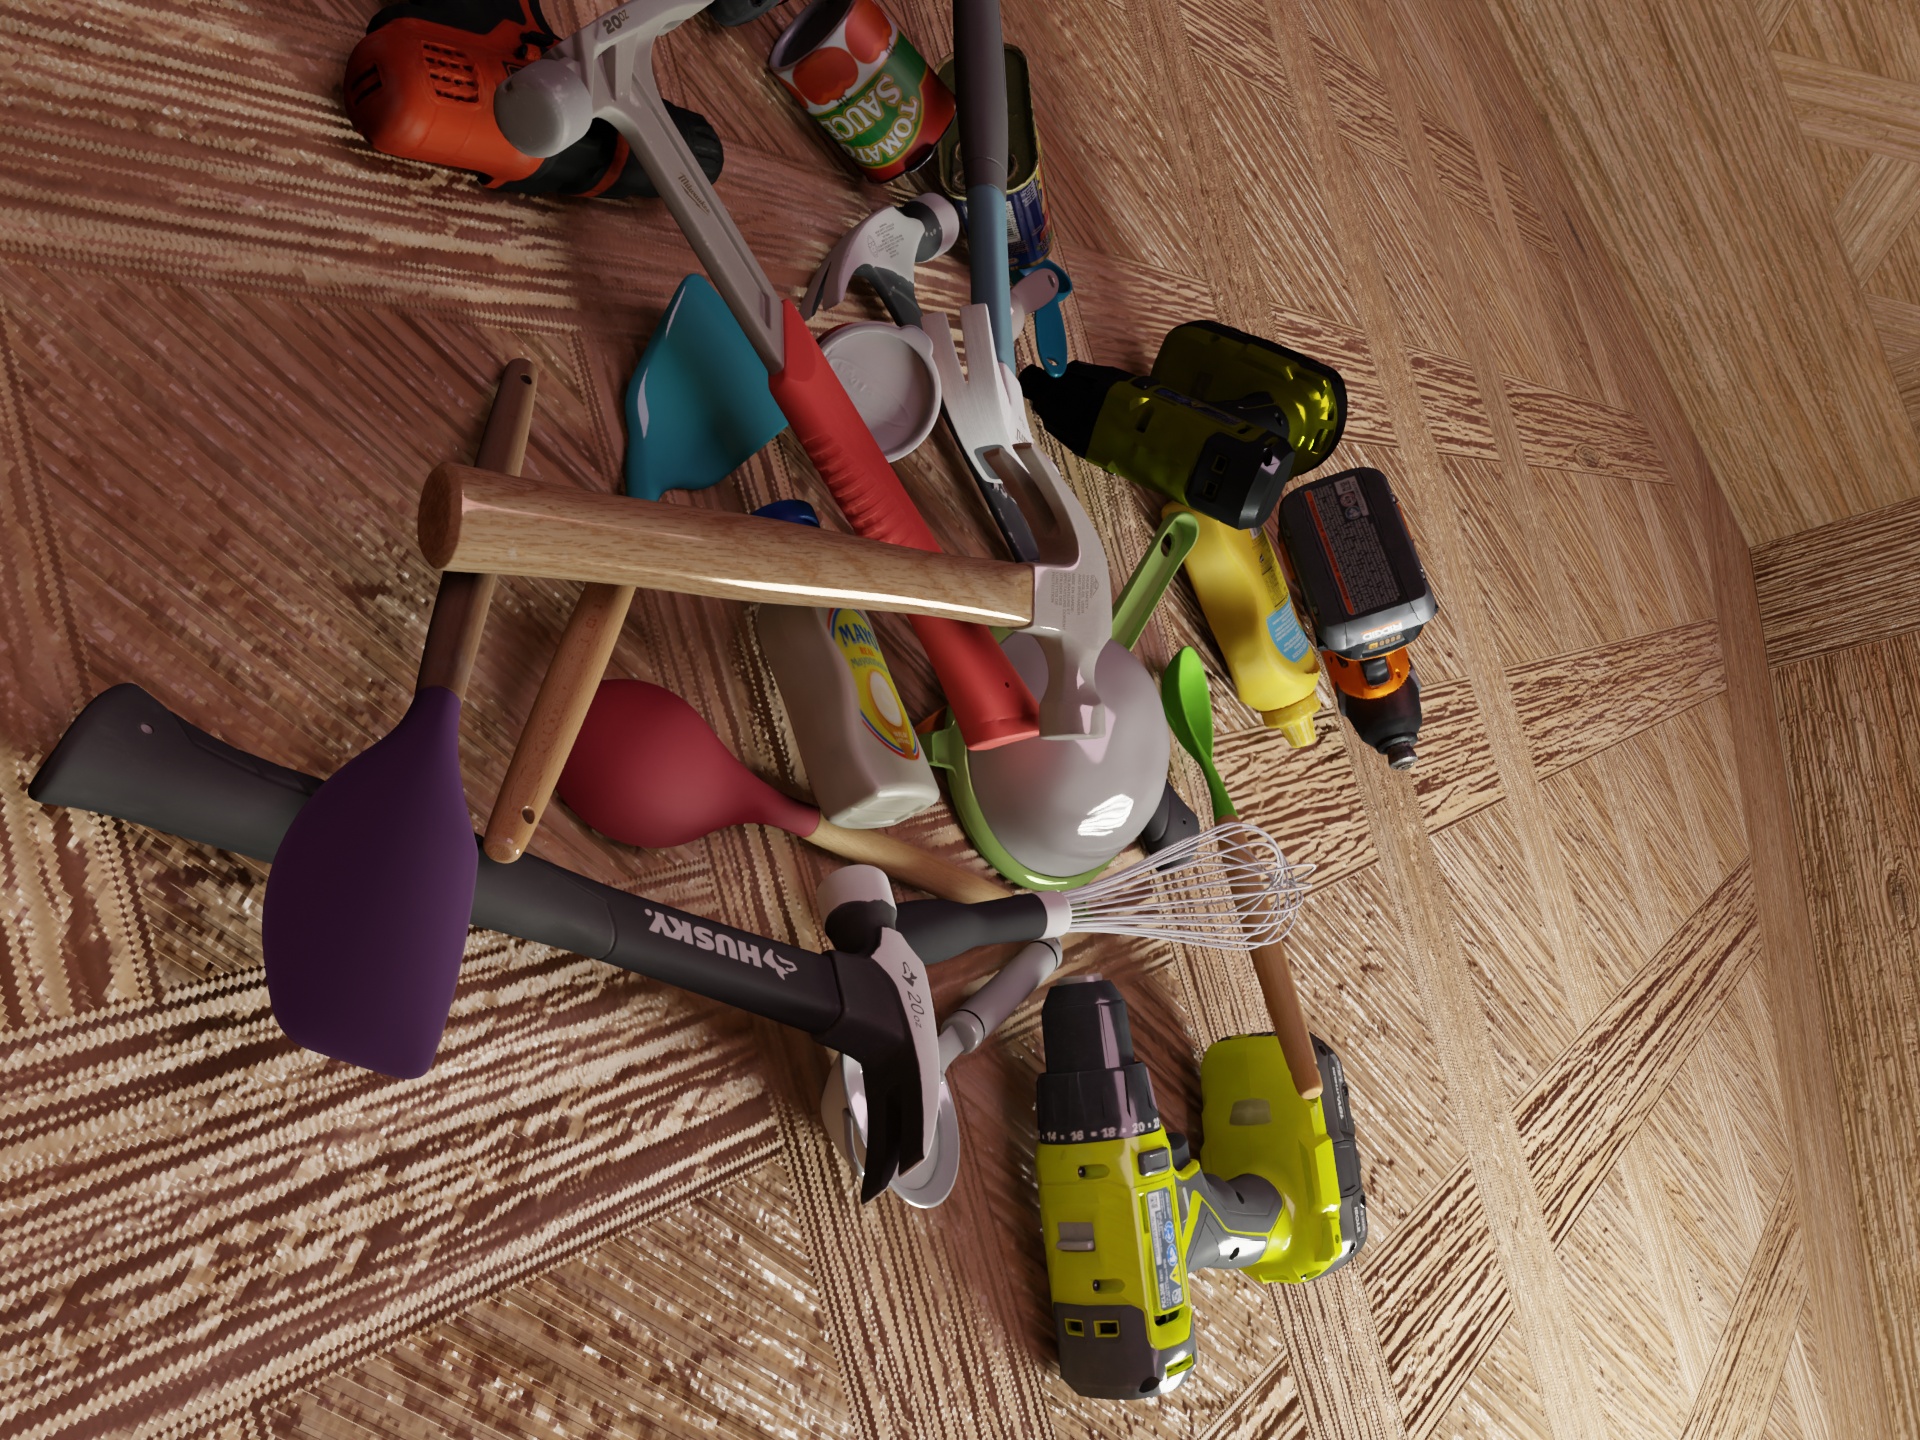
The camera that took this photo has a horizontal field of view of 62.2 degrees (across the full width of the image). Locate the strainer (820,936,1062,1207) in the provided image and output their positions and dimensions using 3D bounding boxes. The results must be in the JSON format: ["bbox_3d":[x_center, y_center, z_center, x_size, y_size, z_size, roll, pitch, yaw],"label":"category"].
[{"bbox_3d":[-0.004,0.147,0.723,0.087,0.050,0.258,64,29,-1],"label":"strainer"}]

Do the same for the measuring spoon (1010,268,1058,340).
[{"bbox_3d":[0.042,-0.249,0.929,0.034,0.018,0.124,63,30,-15],"label":"measuring spoon"}]

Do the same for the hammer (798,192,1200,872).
[{"bbox_3d":[0.037,-0.091,0.895,0.408,0.036,0.149,62,36,-14],"label":"hammer"}]

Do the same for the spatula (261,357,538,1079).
[{"bbox_3d":[-0.172,-0.026,0.531,0.059,0.018,0.316,30,38,-29],"label":"spatula"}]

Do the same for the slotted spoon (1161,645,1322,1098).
[{"bbox_3d":[0.160,0.078,0.923,0.070,0.031,0.314,54,19,-45],"label":"slotted spoon"}]

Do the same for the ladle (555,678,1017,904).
[{"bbox_3d":[-0.052,0.054,0.712,0.315,0.031,0.069,28,55,-47],"label":"ladle"}]

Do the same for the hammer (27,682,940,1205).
[{"bbox_3d":[-0.135,0.068,0.541,0.334,0.035,0.146,27,31,-38],"label":"hammer"}]

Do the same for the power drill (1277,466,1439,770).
[{"bbox_3d":[0.288,-0.064,1.129,0.226,0.084,0.164,49,24,-66],"label":"power drill"}]

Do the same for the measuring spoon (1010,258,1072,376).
[{"bbox_3d":[0.049,-0.243,0.973,0.042,0.021,0.129,17,44,-20],"label":"measuring spoon"}]

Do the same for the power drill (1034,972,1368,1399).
[{"bbox_3d":[0.119,0.223,0.820,0.228,0.080,0.191,6,74,-51],"label":"power drill"}]

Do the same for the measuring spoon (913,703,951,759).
[{"bbox_3d":[-0.001,-0.003,0.824,0.117,0.011,0.021,-35,114,-51],"label":"measuring spoon"}]

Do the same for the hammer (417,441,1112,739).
[{"bbox_3d":[-0.054,-0.063,0.633,0.331,0.031,0.130,4,85,-45],"label":"hammer"}]

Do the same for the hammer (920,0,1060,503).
[{"bbox_3d":[0.013,-0.287,0.839,0.128,0.033,0.331,30,55,-67],"label":"hammer"}]

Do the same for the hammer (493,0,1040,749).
[{"bbox_3d":[-0.057,-0.138,0.700,0.358,0.037,0.149,58,35,-23],"label":"hammer"}]

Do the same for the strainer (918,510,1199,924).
[{"bbox_3d":[0.091,-0.025,0.853,0.151,0.069,0.256,50,56,-28],"label":"strainer"}]

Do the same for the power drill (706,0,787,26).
[{"bbox_3d":[-0.093,-0.487,0.822,0.227,0.080,0.187,-48,121,-35],"label":"power drill"}]

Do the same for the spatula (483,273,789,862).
[{"bbox_3d":[-0.126,-0.065,0.621,0.082,0.044,0.318,52,27,-32],"label":"spatula"}]

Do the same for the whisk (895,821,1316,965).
[{"bbox_3d":[0.067,0.093,0.786,0.284,0.070,0.070,-3,77,-35],"label":"whisk"}]

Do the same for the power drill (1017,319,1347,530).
[{"bbox_3d":[0.148,-0.196,1.012,0.223,0.171,0.080,-32,146,-57],"label":"power drill"}]
